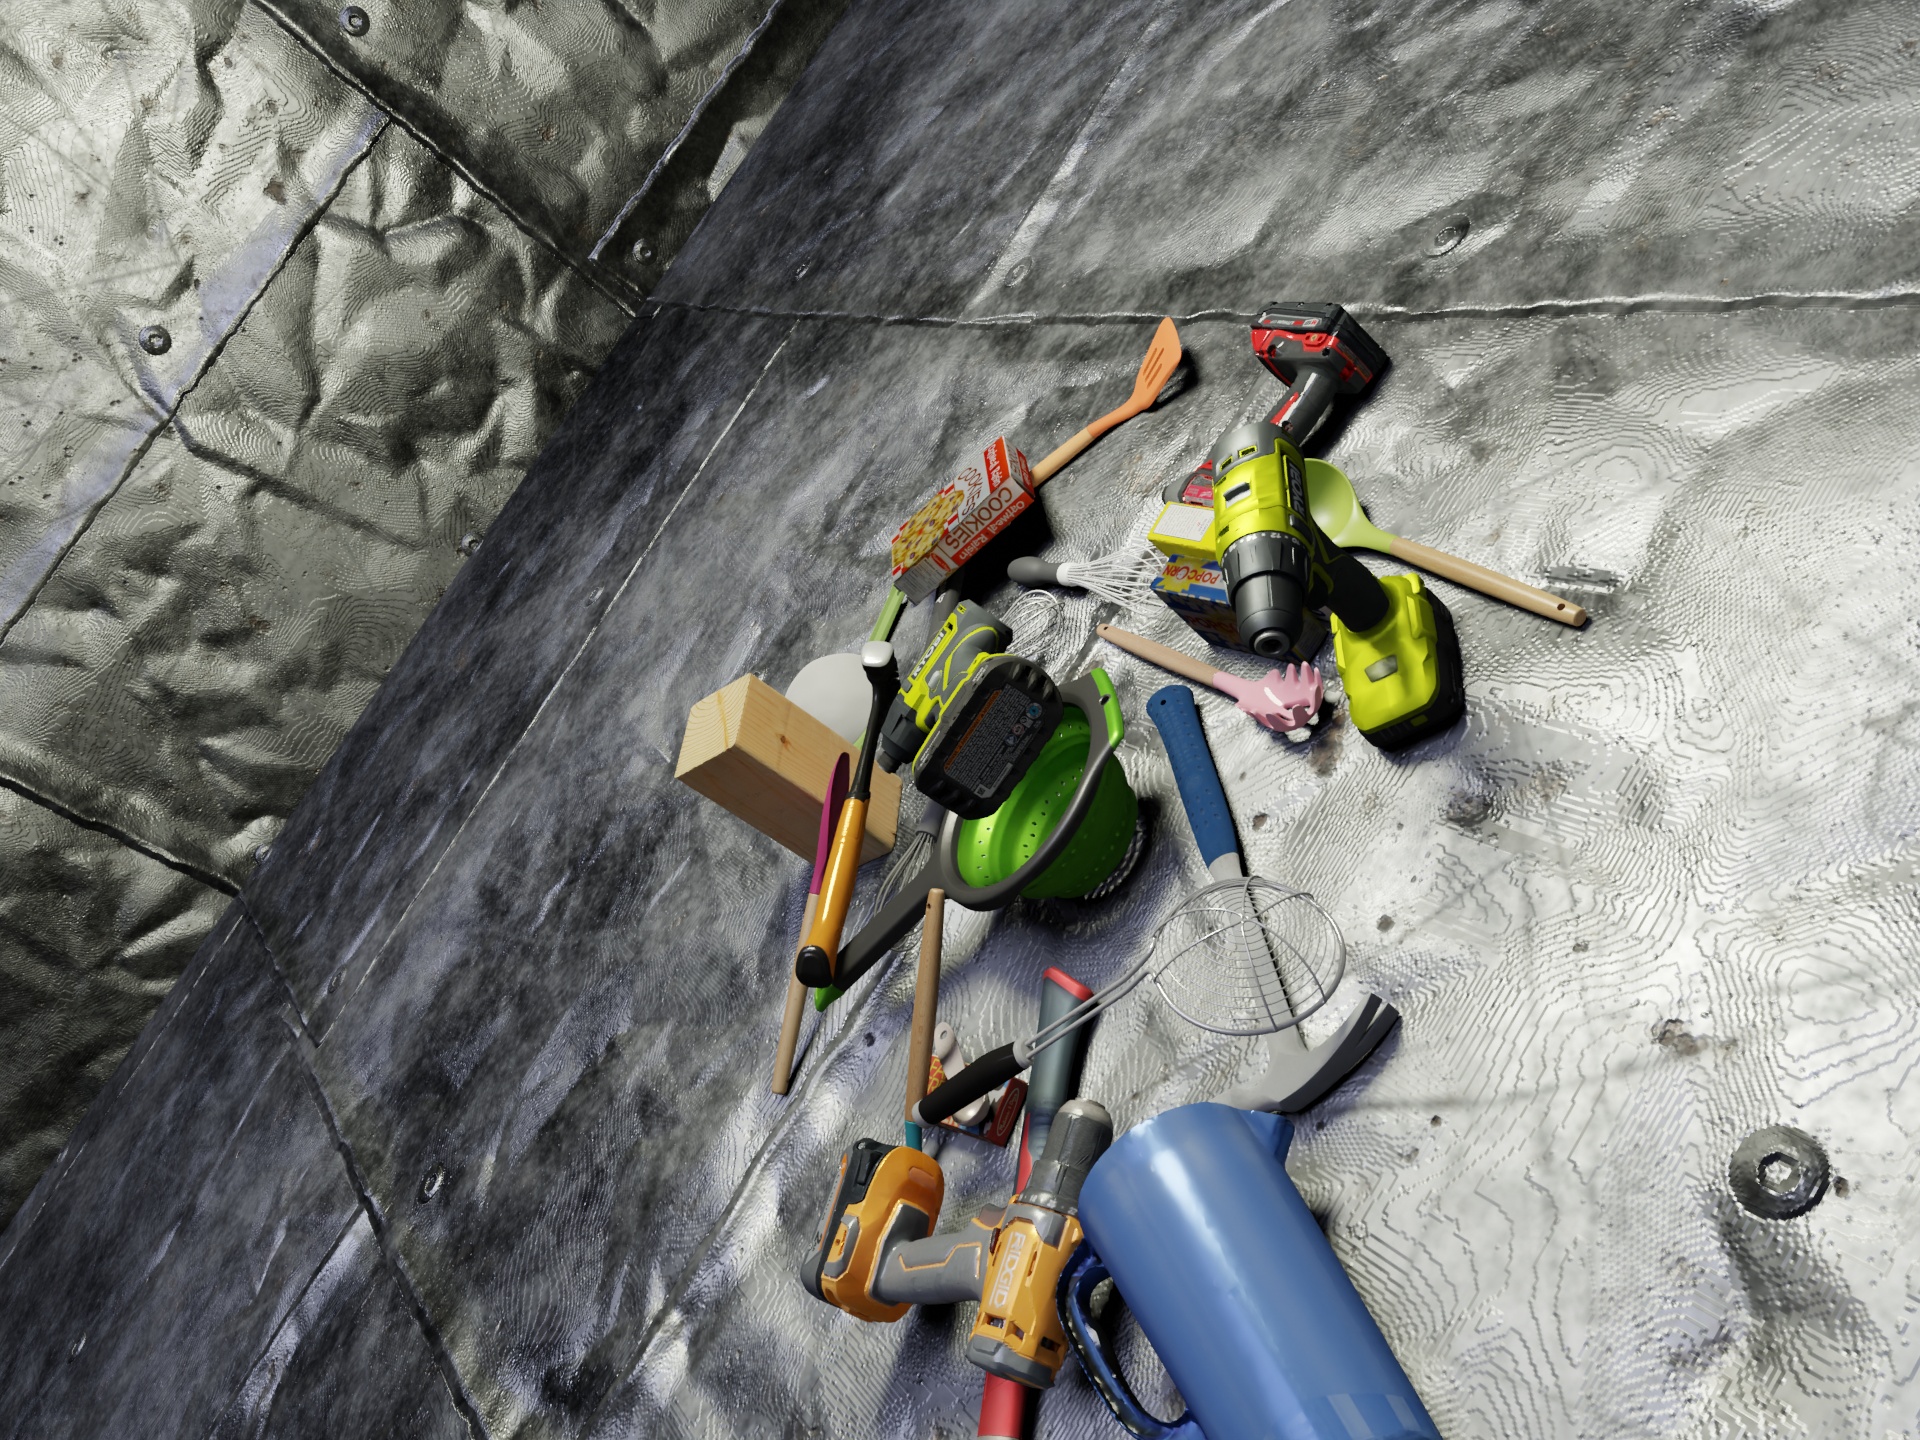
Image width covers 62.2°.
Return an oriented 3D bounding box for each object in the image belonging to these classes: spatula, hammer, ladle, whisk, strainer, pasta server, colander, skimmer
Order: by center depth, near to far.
[{"bbox_3d":[0.107,0.224,1.133,0.363,0.090,0.127,-40,30,35],"label":"skimmer"},{"bbox_3d":[0.039,0.363,1.156,0.143,0.038,0.387,-23,43,40],"label":"hammer"},{"bbox_3d":[0.204,0.111,1.185,0.144,0.035,0.406,-38,36,23],"label":"hammer"},{"bbox_3d":[0.346,-0.133,1.219,0.078,0.062,0.320,-55,35,2],"label":"ladle"},{"bbox_3d":[-0.042,0.291,1.256,0.082,0.044,0.317,5,89,55],"label":"spatula"},{"bbox_3d":[0.199,-0.047,1.338,0.060,0.040,0.316,-41,30,-11],"label":"pasta server"},{"bbox_3d":[0.026,0.133,1.340,0.397,0.094,0.205,-46,26,23],"label":"colander"},{"bbox_3d":[-0.097,0.093,1.447,0.034,0.127,0.337,4,53,10],"label":"hammer"},{"bbox_3d":[-0.028,0.108,1.475,0.055,0.055,0.239,-14,45,45],"label":"whisk"},{"bbox_3d":[0.123,-0.137,1.507,0.070,0.070,0.285,-59,28,-9],"label":"whisk"},{"bbox_3d":[0.011,-0.048,1.568,0.246,0.059,0.058,-38,79,30],"label":"whisk"},{"bbox_3d":[-0.021,-0.096,1.608,0.146,0.035,0.335,-35,26,27],"label":"hammer"},{"bbox_3d":[0.113,-0.294,1.673,0.322,0.041,0.081,-36,37,26],"label":"spatula"},{"bbox_3d":[-0.125,-0.066,1.730,0.151,0.069,0.256,0,61,52],"label":"strainer"}]

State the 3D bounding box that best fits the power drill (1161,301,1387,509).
[{"bbox_3d":[0.269,-0.260,1.419,0.220,0.078,0.143,-59,33,-4],"label":"power drill"}]

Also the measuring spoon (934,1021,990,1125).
[{"bbox_3d":[0.001,0.279,1.261,0.034,0.018,0.124,-44,27,8],"label":"measuring spoon"}]

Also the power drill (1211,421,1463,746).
[{"bbox_3d":[0.259,-0.080,1.115,0.080,0.228,0.191,-28,40,33],"label":"power drill"}]

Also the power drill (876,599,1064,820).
[{"bbox_3d":[-0.002,-0.004,1.358,0.171,0.080,0.223,-56,19,5],"label":"power drill"}]

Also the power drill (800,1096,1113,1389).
[{"bbox_3d":[0.005,0.346,1.109,0.226,0.084,0.185,-6,55,47],"label":"power drill"}]

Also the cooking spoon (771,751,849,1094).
[{"bbox_3d":[-0.137,0.185,1.465,0.017,0.068,0.319,10,87,10],"label":"cooking spoon"}]
